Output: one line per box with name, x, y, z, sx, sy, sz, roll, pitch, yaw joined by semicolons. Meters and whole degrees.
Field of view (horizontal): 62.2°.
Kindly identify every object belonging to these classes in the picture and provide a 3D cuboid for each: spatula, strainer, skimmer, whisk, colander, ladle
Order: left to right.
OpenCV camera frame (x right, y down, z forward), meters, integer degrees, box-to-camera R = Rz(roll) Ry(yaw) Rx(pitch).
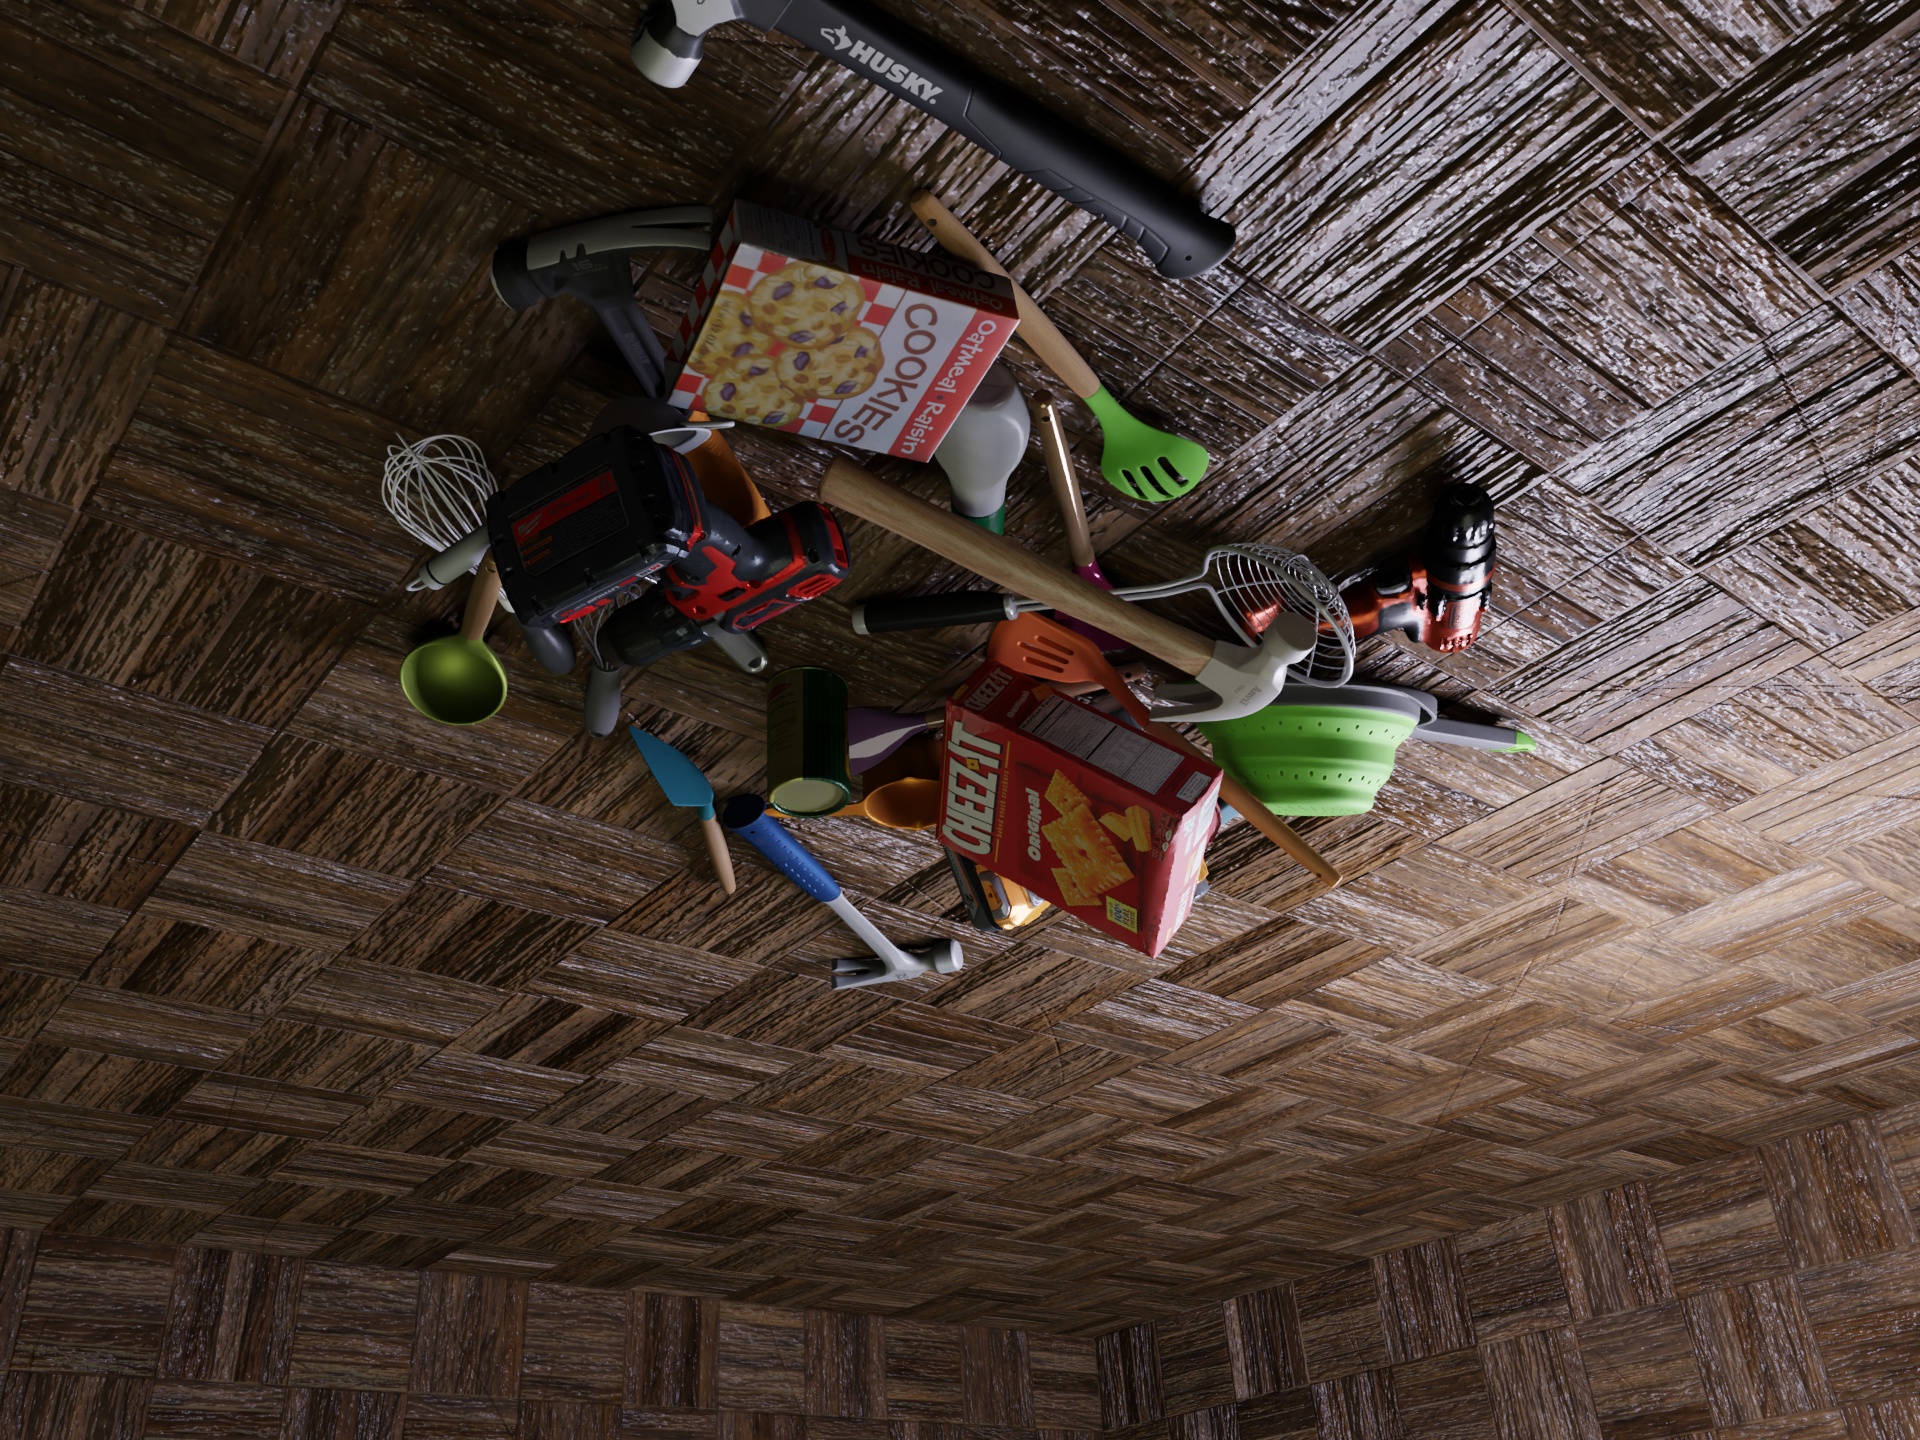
ladle;-0.332;-0.056;1.075;0.078;0.062;0.320;22;162;-16
whisk;-0.318;-0.103;1.092;0.070;0.070;0.284;-7;152;5
strainer;-0.248;-0.139;0.967;0.258;0.050;0.087;-27;177;22
whisk;-0.269;-0.045;1.199;0.055;0.055;0.238;4;152;-13
whisk;-0.197;-0.094;1.129;0.058;0.059;0.246;-38;147;1
spatula;-0.236;0.097;1.428;0.044;0.082;0.317;-28;156;-14
spatula;-0.002;-0.004;1.310;0.316;0.018;0.059;-14;111;11
skimmer;0.091;-0.064;1.121;0.363;0.090;0.127;-4;145;17
spatula;0.158;0.023;1.218;0.323;0.041;0.081;41;147;9
colander;0.337;0.035;1.302;0.396;0.094;0.204;8;171;-34

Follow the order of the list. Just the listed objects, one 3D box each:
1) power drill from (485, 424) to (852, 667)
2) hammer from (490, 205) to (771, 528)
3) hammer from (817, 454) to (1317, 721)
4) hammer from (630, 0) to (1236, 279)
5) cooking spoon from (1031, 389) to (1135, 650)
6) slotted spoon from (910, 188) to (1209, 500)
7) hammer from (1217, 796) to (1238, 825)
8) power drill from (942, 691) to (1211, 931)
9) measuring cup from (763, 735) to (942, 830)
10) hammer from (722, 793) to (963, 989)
power drill;-0.192;-0.091;0.983;0.188;0.080;0.226;-24;167;19
hammer;-0.160;-0.181;1.004;0.127;0.034;0.336;-9;148;10
hammer;0.060;-0.088;1.052;0.331;0.031;0.130;25;145;-4
hammer;0.014;-0.313;0.811;0.334;0.035;0.146;19;142;-32
cooking spoon;0.084;-0.128;1.116;0.069;0.017;0.318;-2;153;12
slotted spoon;0.064;-0.218;0.978;0.070;0.031;0.313;-16;145;31
hammer;0.218;0.104;1.505;0.128;0.033;0.331;16;143;-27
power drill;0.089;0.083;1.365;0.226;0.185;0.084;-17;-174;39
measuring cup;-0.083;0.054;1.374;0.173;0.052;0.095;-4;148;3
hammer;-0.132;0.179;1.582;0.144;0.035;0.405;-14;147;15
